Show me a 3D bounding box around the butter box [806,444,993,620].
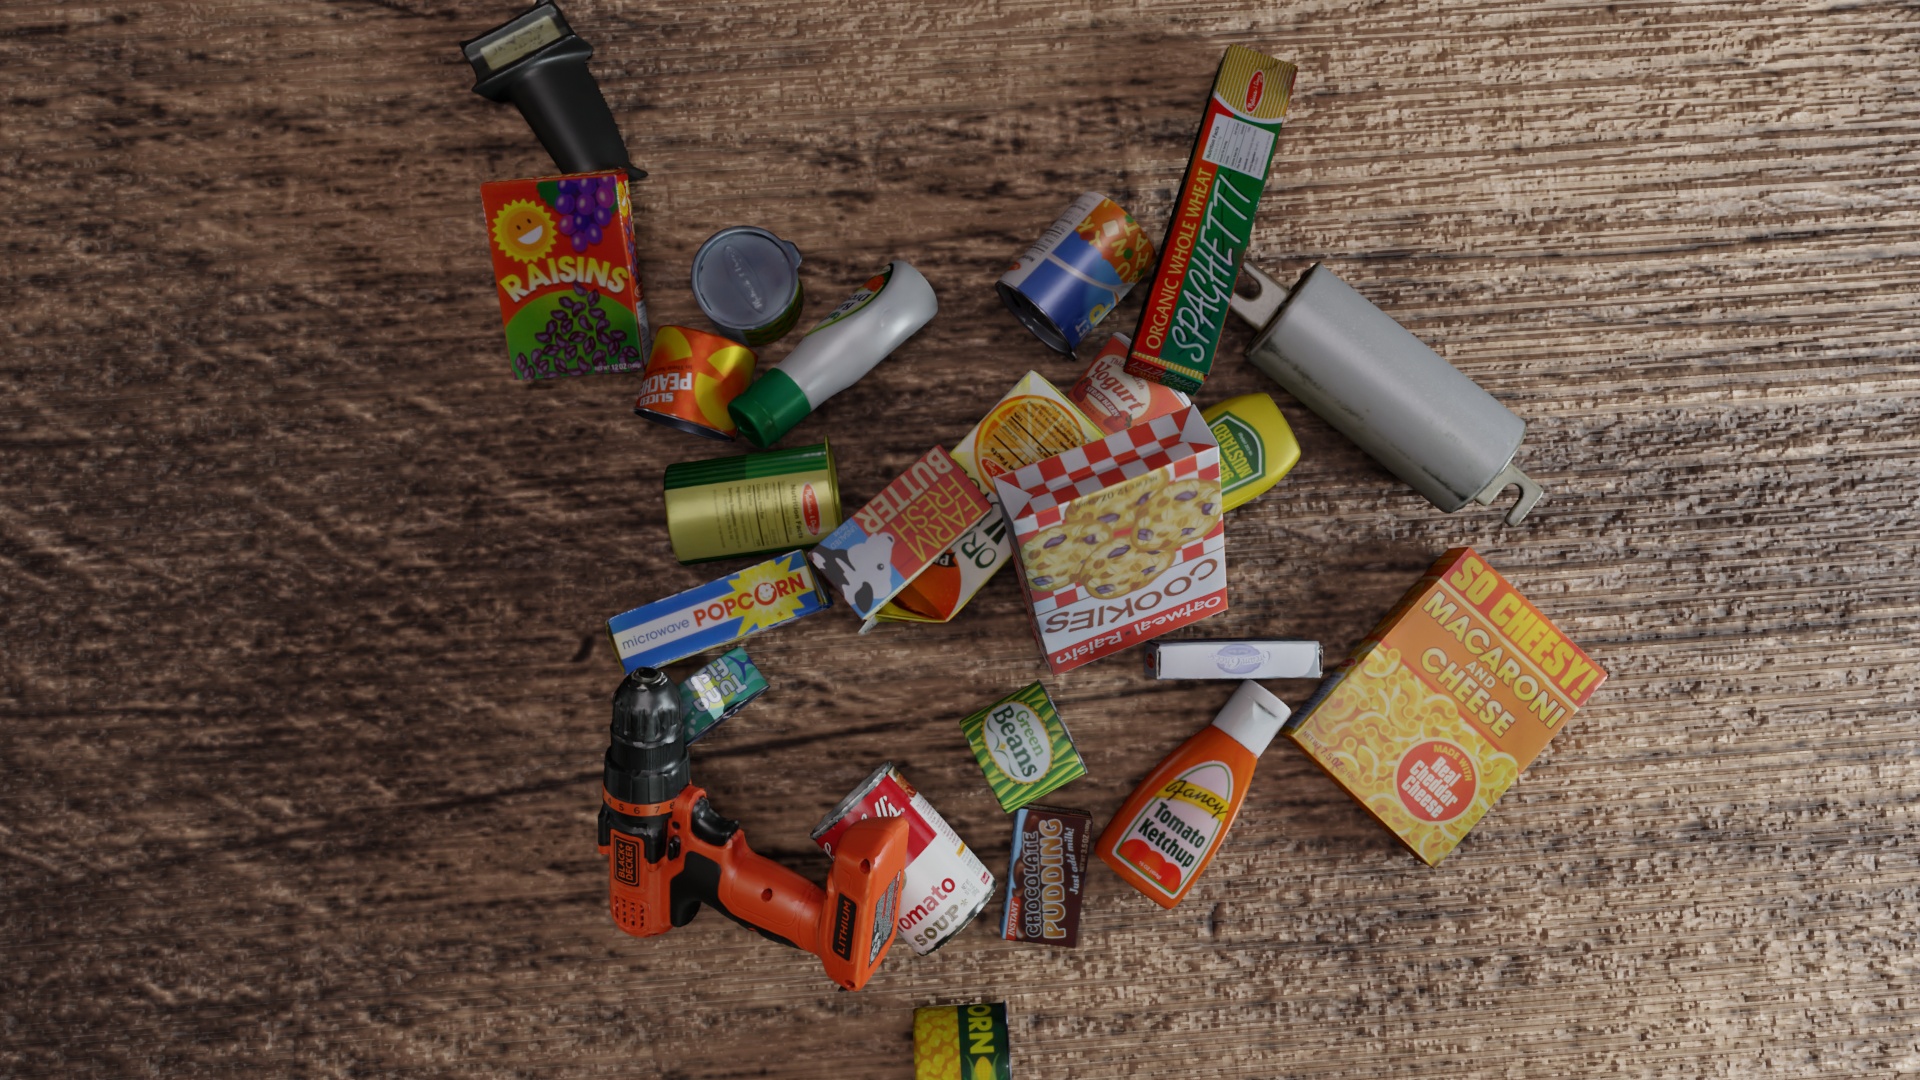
[{"bbox_3d":[-0.035,-0.005,0.824,0.103,0.024,0.053,-41,88,-3],"label":"butter box"}]

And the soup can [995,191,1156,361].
[{"bbox_3d":[0.076,-0.169,0.891,0.071,0.071,0.084,44,86,1],"label":"soup can"}]

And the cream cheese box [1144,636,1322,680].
[{"bbox_3d":[0.172,0.075,0.884,0.104,0.053,0.024,-1,90,-2],"label":"cream cheese box"}]

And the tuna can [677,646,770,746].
[{"bbox_3d":[-0.154,0.097,0.864,0.071,0.071,0.033,-36,87,-3],"label":"tuna can"}]

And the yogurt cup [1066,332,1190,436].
[{"bbox_3d":[0.105,-0.091,0.888,0.072,0.072,0.054,45,95,1],"label":"yogurt cup"}]

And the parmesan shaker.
[{"bbox_3d":[-0.129,-0.026,0.875,0.103,0.071,0.071,-7,87,-1],"label":"parmesan shaker"}]

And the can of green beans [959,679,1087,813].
[{"bbox_3d":[0.039,0.129,0.870,0.058,0.071,0.071,-27,88,-3],"label":"can of green beans"}]

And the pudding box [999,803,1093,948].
[{"bbox_3d":[0.054,0.212,0.883,0.050,0.030,0.083,8,86,0],"label":"pudding box"}]

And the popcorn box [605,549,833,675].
[{"bbox_3d":[-0.147,0.045,0.861,0.127,0.085,0.038,-20,87,-2],"label":"popcorn box"}]

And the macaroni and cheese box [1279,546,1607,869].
[{"bbox_3d":[0.308,0.105,0.892,0.124,0.040,0.166,43,87,2],"label":"macaroni and cheese box"}]

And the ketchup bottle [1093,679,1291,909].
[{"bbox_3d":[0.152,0.157,0.883,0.065,0.043,0.149,38,86,0],"label":"ketchup bottle"}]

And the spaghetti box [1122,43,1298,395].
[{"bbox_3d":[0.159,-0.206,0.877,0.050,0.028,0.251,19,68,0],"label":"spaghetti box"}]

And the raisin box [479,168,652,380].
[{"bbox_3d":[-0.246,-0.167,0.876,0.086,0.040,0.123,-5,108,-1],"label":"raisin box"}]

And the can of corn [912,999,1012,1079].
[{"bbox_3d":[0.001,0.318,0.856,0.058,0.071,0.071,-3,87,-1],"label":"can of corn"}]

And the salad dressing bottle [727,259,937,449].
[{"bbox_3d":[-0.080,-0.116,0.872,0.148,0.064,0.044,-43,109,-19],"label":"salad dressing bottle"}]

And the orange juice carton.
[{"bbox_3d":[0.003,-0.011,0.875,0.073,0.072,0.193,43,86,1],"label":"orange juice carton"}]

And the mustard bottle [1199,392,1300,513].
[{"bbox_3d":[0.137,-0.035,0.892,0.160,0.049,0.065,-30,85,-3],"label":"mustard bottle"}]

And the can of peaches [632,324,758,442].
[{"bbox_3d":[-0.168,-0.100,0.877,0.071,0.071,0.058,16,86,-1],"label":"can of peaches"}]

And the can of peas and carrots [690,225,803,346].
[{"bbox_3d":[-0.133,-0.163,0.888,0.071,0.058,0.071,0,86,-2],"label":"can of peas and carrots"}]

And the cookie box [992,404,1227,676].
[{"bbox_3d":[0.095,0.004,0.836,0.123,0.166,0.040,-20,52,-3],"label":"cookie box"}]
